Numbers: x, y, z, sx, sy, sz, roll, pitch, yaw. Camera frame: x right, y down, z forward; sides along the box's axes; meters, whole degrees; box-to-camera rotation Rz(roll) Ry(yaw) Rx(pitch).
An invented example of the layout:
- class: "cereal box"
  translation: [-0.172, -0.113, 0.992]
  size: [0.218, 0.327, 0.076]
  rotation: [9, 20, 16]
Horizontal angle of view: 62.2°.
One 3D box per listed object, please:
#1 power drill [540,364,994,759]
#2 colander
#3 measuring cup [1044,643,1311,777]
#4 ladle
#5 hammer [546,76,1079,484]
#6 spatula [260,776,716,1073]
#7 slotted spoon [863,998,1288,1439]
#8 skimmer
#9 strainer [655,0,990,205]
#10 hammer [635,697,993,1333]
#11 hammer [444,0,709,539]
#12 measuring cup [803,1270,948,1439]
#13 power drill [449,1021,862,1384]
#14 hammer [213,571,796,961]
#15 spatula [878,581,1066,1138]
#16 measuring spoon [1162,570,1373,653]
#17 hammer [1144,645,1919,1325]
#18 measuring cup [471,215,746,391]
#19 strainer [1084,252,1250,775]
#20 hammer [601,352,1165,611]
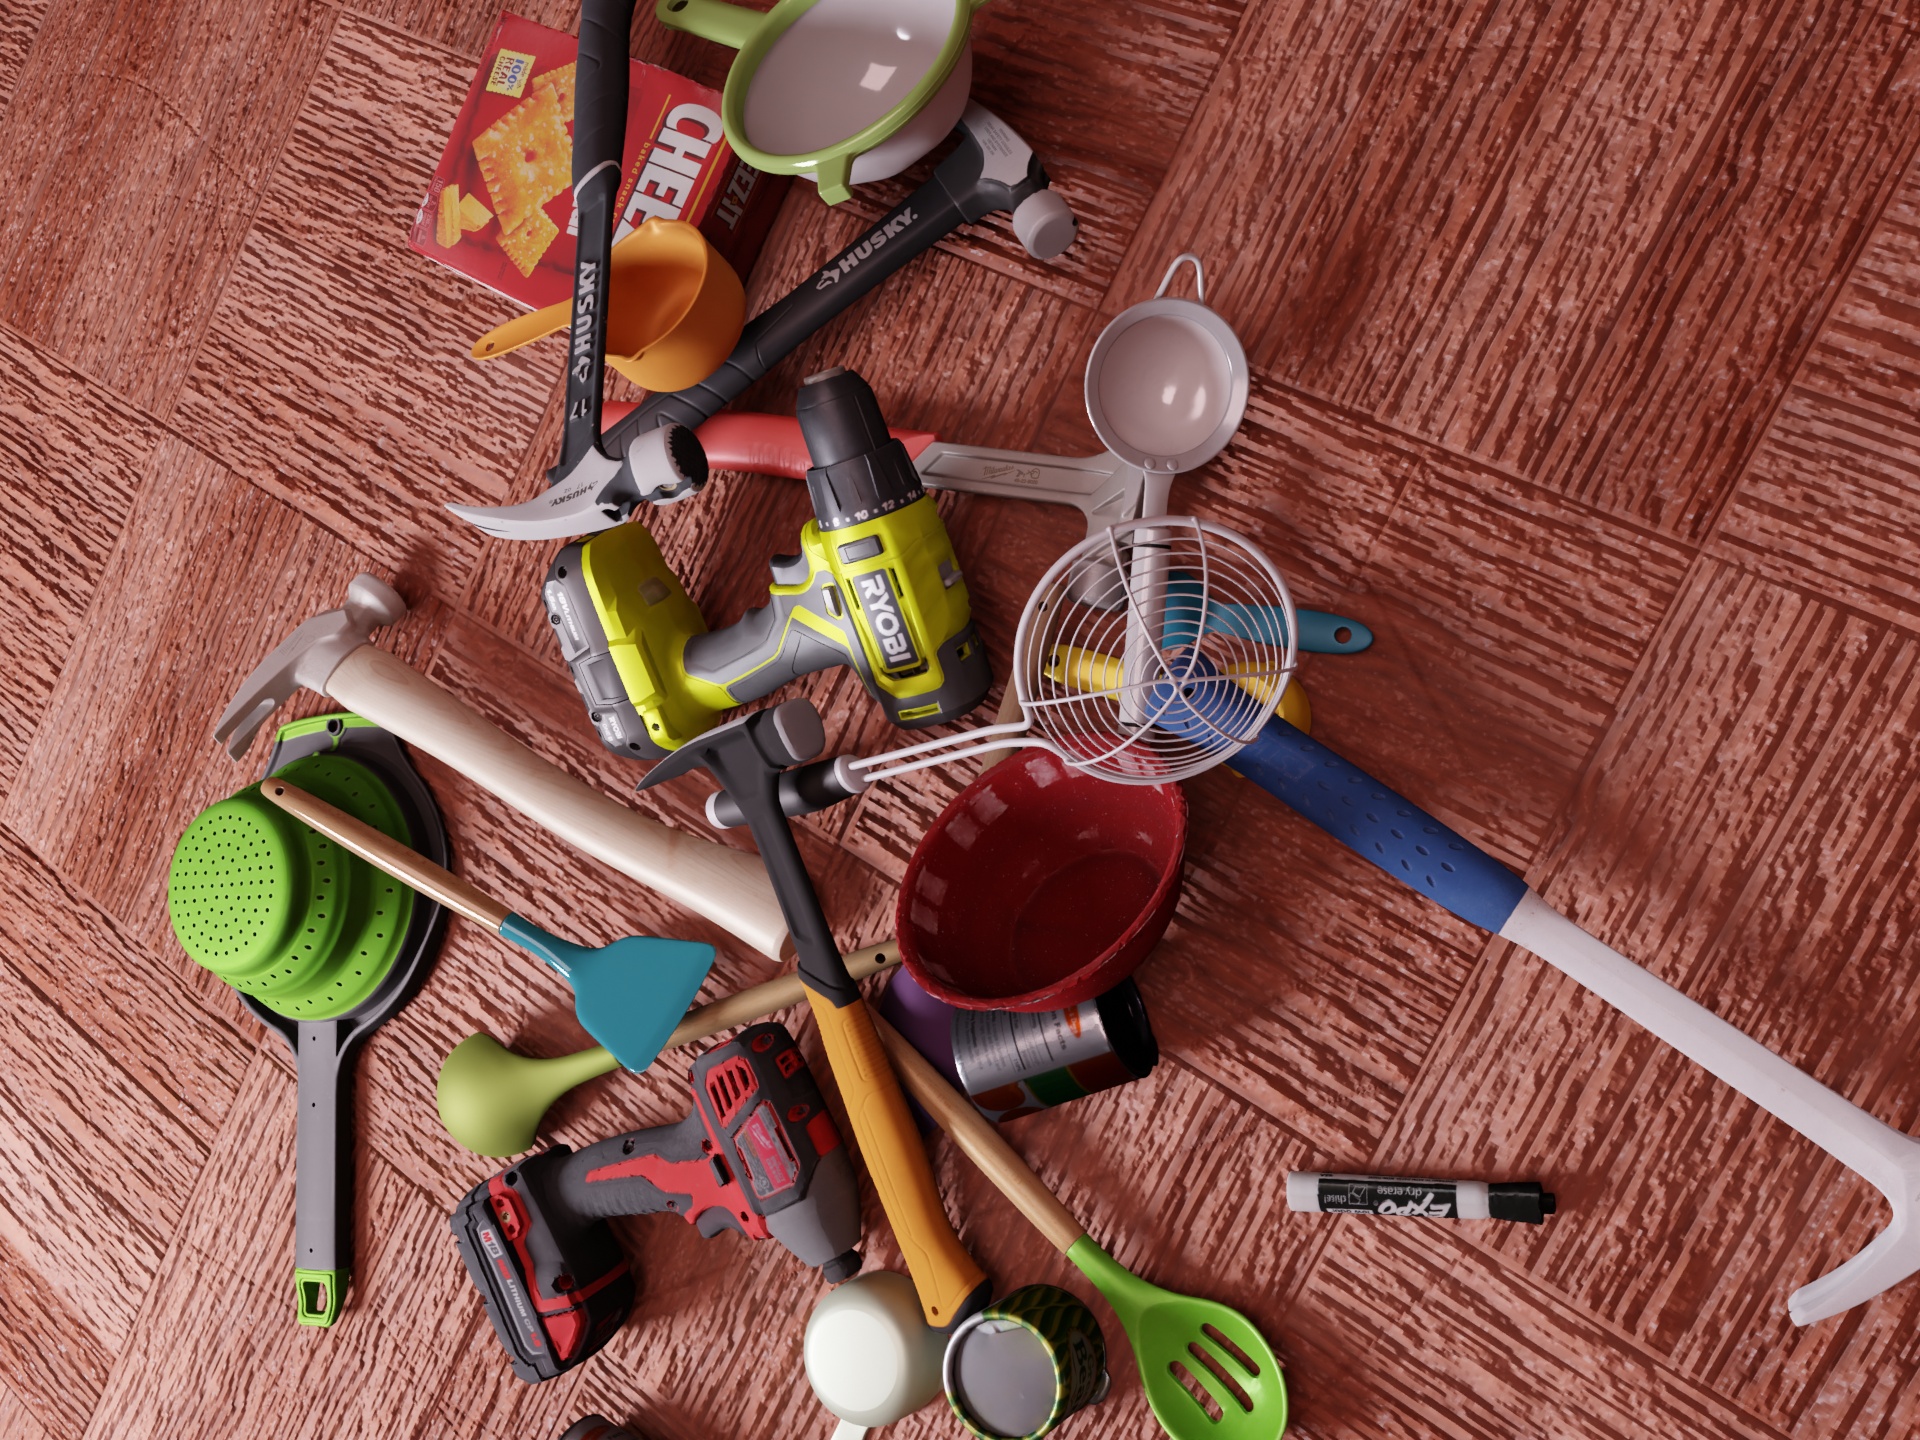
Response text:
- class: "power drill"
  translation: [-0.110, -0.076, 0.873]
  size: [0.228, 0.080, 0.190]
  rotation: [-13, 106, 25]
- class: "colander"
  translation: [-0.434, 0.188, 1.016]
  size: [0.204, 0.094, 0.397]
  rotation: [-6, 81, 25]
- class: "measuring cup"
  translation: [0.102, -0.015, 0.819]
  size: [0.156, 0.029, 0.062]
  rotation: [17, 92, 24]
- class: "ladle"
  translation: [-0.171, 0.182, 0.928]
  size: [0.320, 0.062, 0.078]
  rotation: [-22, 90, 14]
- class: "hammer"
  translation: [-0.102, -0.229, 0.909]
  size: [0.335, 0.035, 0.146]
  rotation: [-35, 62, 10]
- class: "spatula"
  translation: [-0.292, 0.104, 0.942]
  size: [0.317, 0.044, 0.082]
  rotation: [26, 71, 13]
- class: "slotted spoon"
  translation: [0.042, 0.246, 0.813]
  size: [0.314, 0.031, 0.070]
  rotation: [42, 101, 21]
- class: "skimmer"
  translation: [-0.001, -0.003, 0.801]
  size: [0.363, 0.090, 0.127]
  rotation: [-16, 121, 45]
- class: "strainer"
  translation: [-0.083, -0.360, 0.890]
  size: [0.257, 0.069, 0.151]
  rotation: [34, 85, 39]
- class: "hammer"
  translation: [-0.066, 0.161, 0.834]
  size: [0.127, 0.034, 0.337]
  rotation: [-21, 91, 42]
- class: "hammer"
  translation: [-0.204, -0.278, 0.878]
  size: [0.149, 0.036, 0.409]
  rotation: [-16, 62, 24]
- class: "measuring cup"
  translation: [-0.064, 0.378, 0.848]
  size: [0.083, 0.038, 0.167]
  rotation: [22, 92, 26]
- class: "power drill"
  translation: [-0.160, 0.274, 0.884]
  size: [0.219, 0.078, 0.143]
  rotation: [-30, 83, 15]
- class: "hammer"
  translation: [-0.267, 0.043, 0.959]
  size: [0.411, 0.038, 0.146]
  rotation: [27, 64, 22]
- class: "spatula"
  translation: [0.007, 0.078, 0.849]
  size: [0.060, 0.018, 0.316]
  rotation: [20, 100, 22]
- class: "measuring spoon"
  translation: [0.144, -0.052, 0.808]
  size: [0.129, 0.021, 0.042]
  rotation: [11, 89, 27]
- class: "hammer"
  translation: [0.255, 0.097, 0.715]
  size: [0.406, 0.035, 0.144]
  rotation: [35, 100, 19]
- class: "measuring cup"
  translation: [-0.199, -0.220, 0.904]
  size: [0.173, 0.052, 0.095]
  rotation: [-10, 65, 28]
- class: "strainer"
  translation: [0.095, -0.100, 0.799]
  size: [0.087, 0.050, 0.258]
  rotation: [4, 93, -14]
- class: "hammer"
  translation: [-0.057, -0.161, 0.910]
  size: [0.359, 0.036, 0.149]
  rotation: [11, 89, 26]
